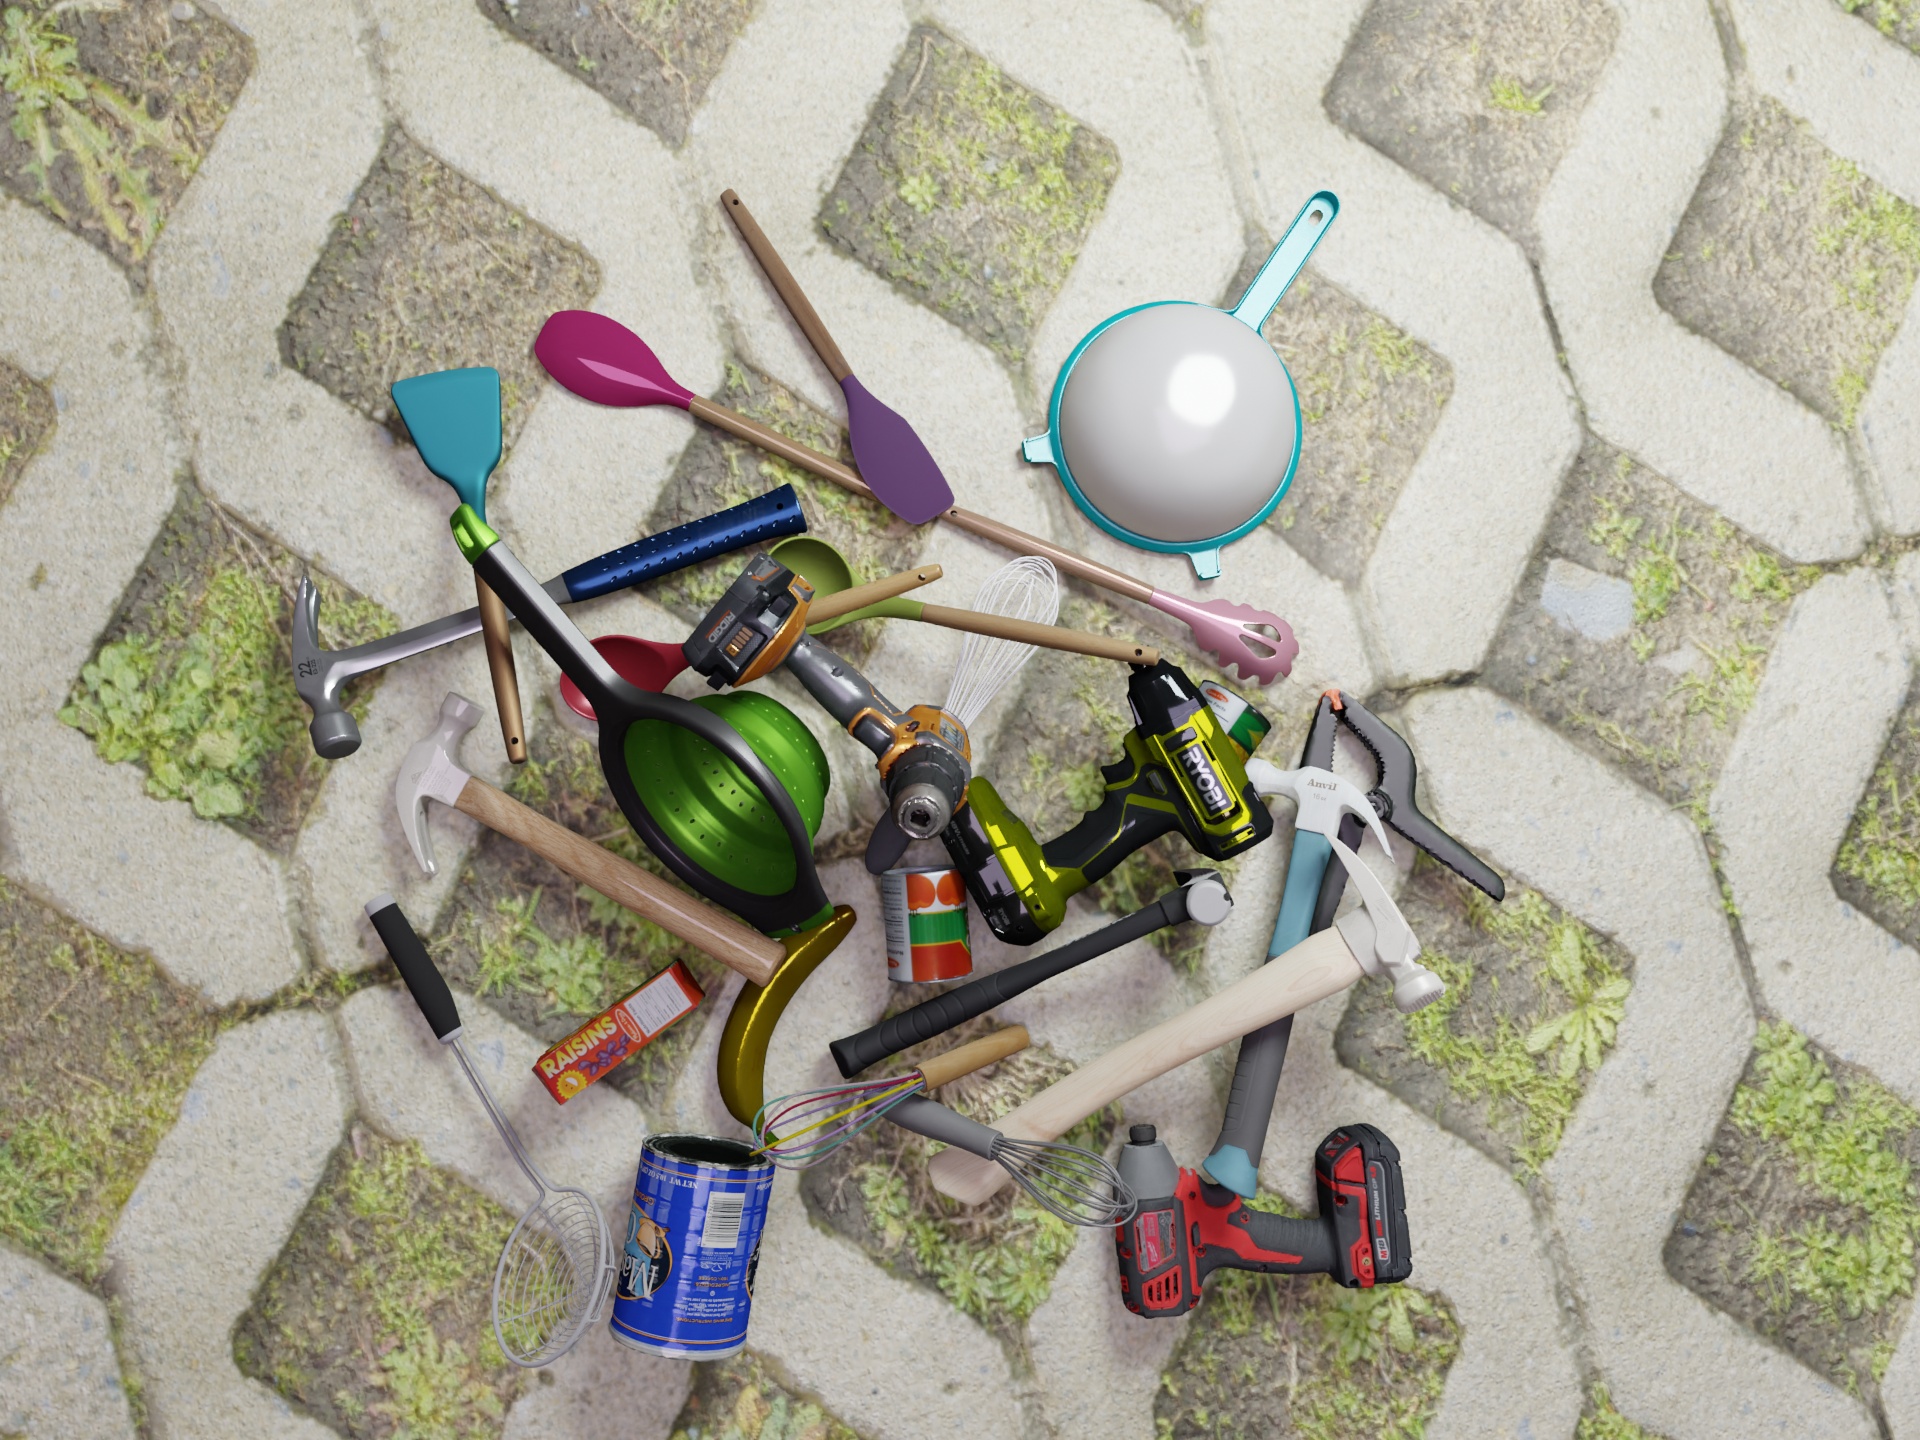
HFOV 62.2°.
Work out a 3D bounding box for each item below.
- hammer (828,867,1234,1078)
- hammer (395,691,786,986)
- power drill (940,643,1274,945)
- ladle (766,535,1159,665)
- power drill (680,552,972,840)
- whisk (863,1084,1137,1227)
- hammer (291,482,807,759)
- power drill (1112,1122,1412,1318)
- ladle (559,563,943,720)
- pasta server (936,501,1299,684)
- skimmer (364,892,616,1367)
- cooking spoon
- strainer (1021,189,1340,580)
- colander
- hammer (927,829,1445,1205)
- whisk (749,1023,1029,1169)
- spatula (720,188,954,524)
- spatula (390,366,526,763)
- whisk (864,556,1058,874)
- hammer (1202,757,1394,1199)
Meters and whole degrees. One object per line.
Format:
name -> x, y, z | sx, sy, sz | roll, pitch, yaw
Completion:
hammer -> 0.051, 0.195, 1.225 | 0.335, 0.146, 0.035 | -25, 88, 6
hammer -> -0.285, 0.112, 1.220 | 0.331, 0.031, 0.130 | 29, 87, 6
power drill -> 0.102, 0.060, 1.214 | 0.223, 0.080, 0.171 | -29, 88, 11
ladle -> -0.007, -0.080, 1.211 | 0.320, 0.062, 0.078 | 12, 85, 18
power drill -> -0.085, -0.009, 1.127 | 0.226, 0.185, 0.084 | 40, 103, -10
whisk -> 0.023, 0.321, 1.189 | 0.239, 0.055, 0.055 | 15, 84, 31
hammer -> -0.319, -0.105, 1.238 | 0.405, 0.035, 0.144 | -21, 71, -9
power drill -> 0.227, 0.378, 1.236 | 0.219, 0.078, 0.143 | -6, 86, -2
ladle -> -0.161, -0.068, 1.219 | 0.315, 0.031, 0.069 | -17, 108, 13
pasta server -> 0.128, -0.110, 1.287 | 0.316, 0.040, 0.060 | 23, 85, 2
skimmer -> -0.370, 0.298, 1.188 | 0.127, 0.090, 0.363 | -32, 86, 26
cooking spoon -> -0.192, -0.244, 1.275 | 0.319, 0.017, 0.069 | 26, 82, -2
strainer -> 0.215, -0.296, 1.270 | 0.211, 0.095, 0.340 | 34, 86, -1
colander -> -0.217, -0.017, 1.184 | 0.397, 0.204, 0.094 | 51, 53, -9
hammer -> 0.149, 0.241, 1.206 | 0.410, 0.038, 0.146 | -32, 62, 11
whisk -> -0.051, 0.278, 1.198 | 0.245, 0.047, 0.051 | -16, 48, -32
spatula -> -0.107, -0.295, 1.280 | 0.060, 0.018, 0.316 | -31, 86, -17
spatula -> -0.362, -0.118, 1.200 | 0.082, 0.044, 0.318 | -12, 71, -11
whisk -> -0.001, -0.004, 1.256 | 0.070, 0.070, 0.284 | 28, 89, -2
hammer -> 0.244, 0.196, 1.220 | 0.128, 0.033, 0.331 | 11, 77, 25
